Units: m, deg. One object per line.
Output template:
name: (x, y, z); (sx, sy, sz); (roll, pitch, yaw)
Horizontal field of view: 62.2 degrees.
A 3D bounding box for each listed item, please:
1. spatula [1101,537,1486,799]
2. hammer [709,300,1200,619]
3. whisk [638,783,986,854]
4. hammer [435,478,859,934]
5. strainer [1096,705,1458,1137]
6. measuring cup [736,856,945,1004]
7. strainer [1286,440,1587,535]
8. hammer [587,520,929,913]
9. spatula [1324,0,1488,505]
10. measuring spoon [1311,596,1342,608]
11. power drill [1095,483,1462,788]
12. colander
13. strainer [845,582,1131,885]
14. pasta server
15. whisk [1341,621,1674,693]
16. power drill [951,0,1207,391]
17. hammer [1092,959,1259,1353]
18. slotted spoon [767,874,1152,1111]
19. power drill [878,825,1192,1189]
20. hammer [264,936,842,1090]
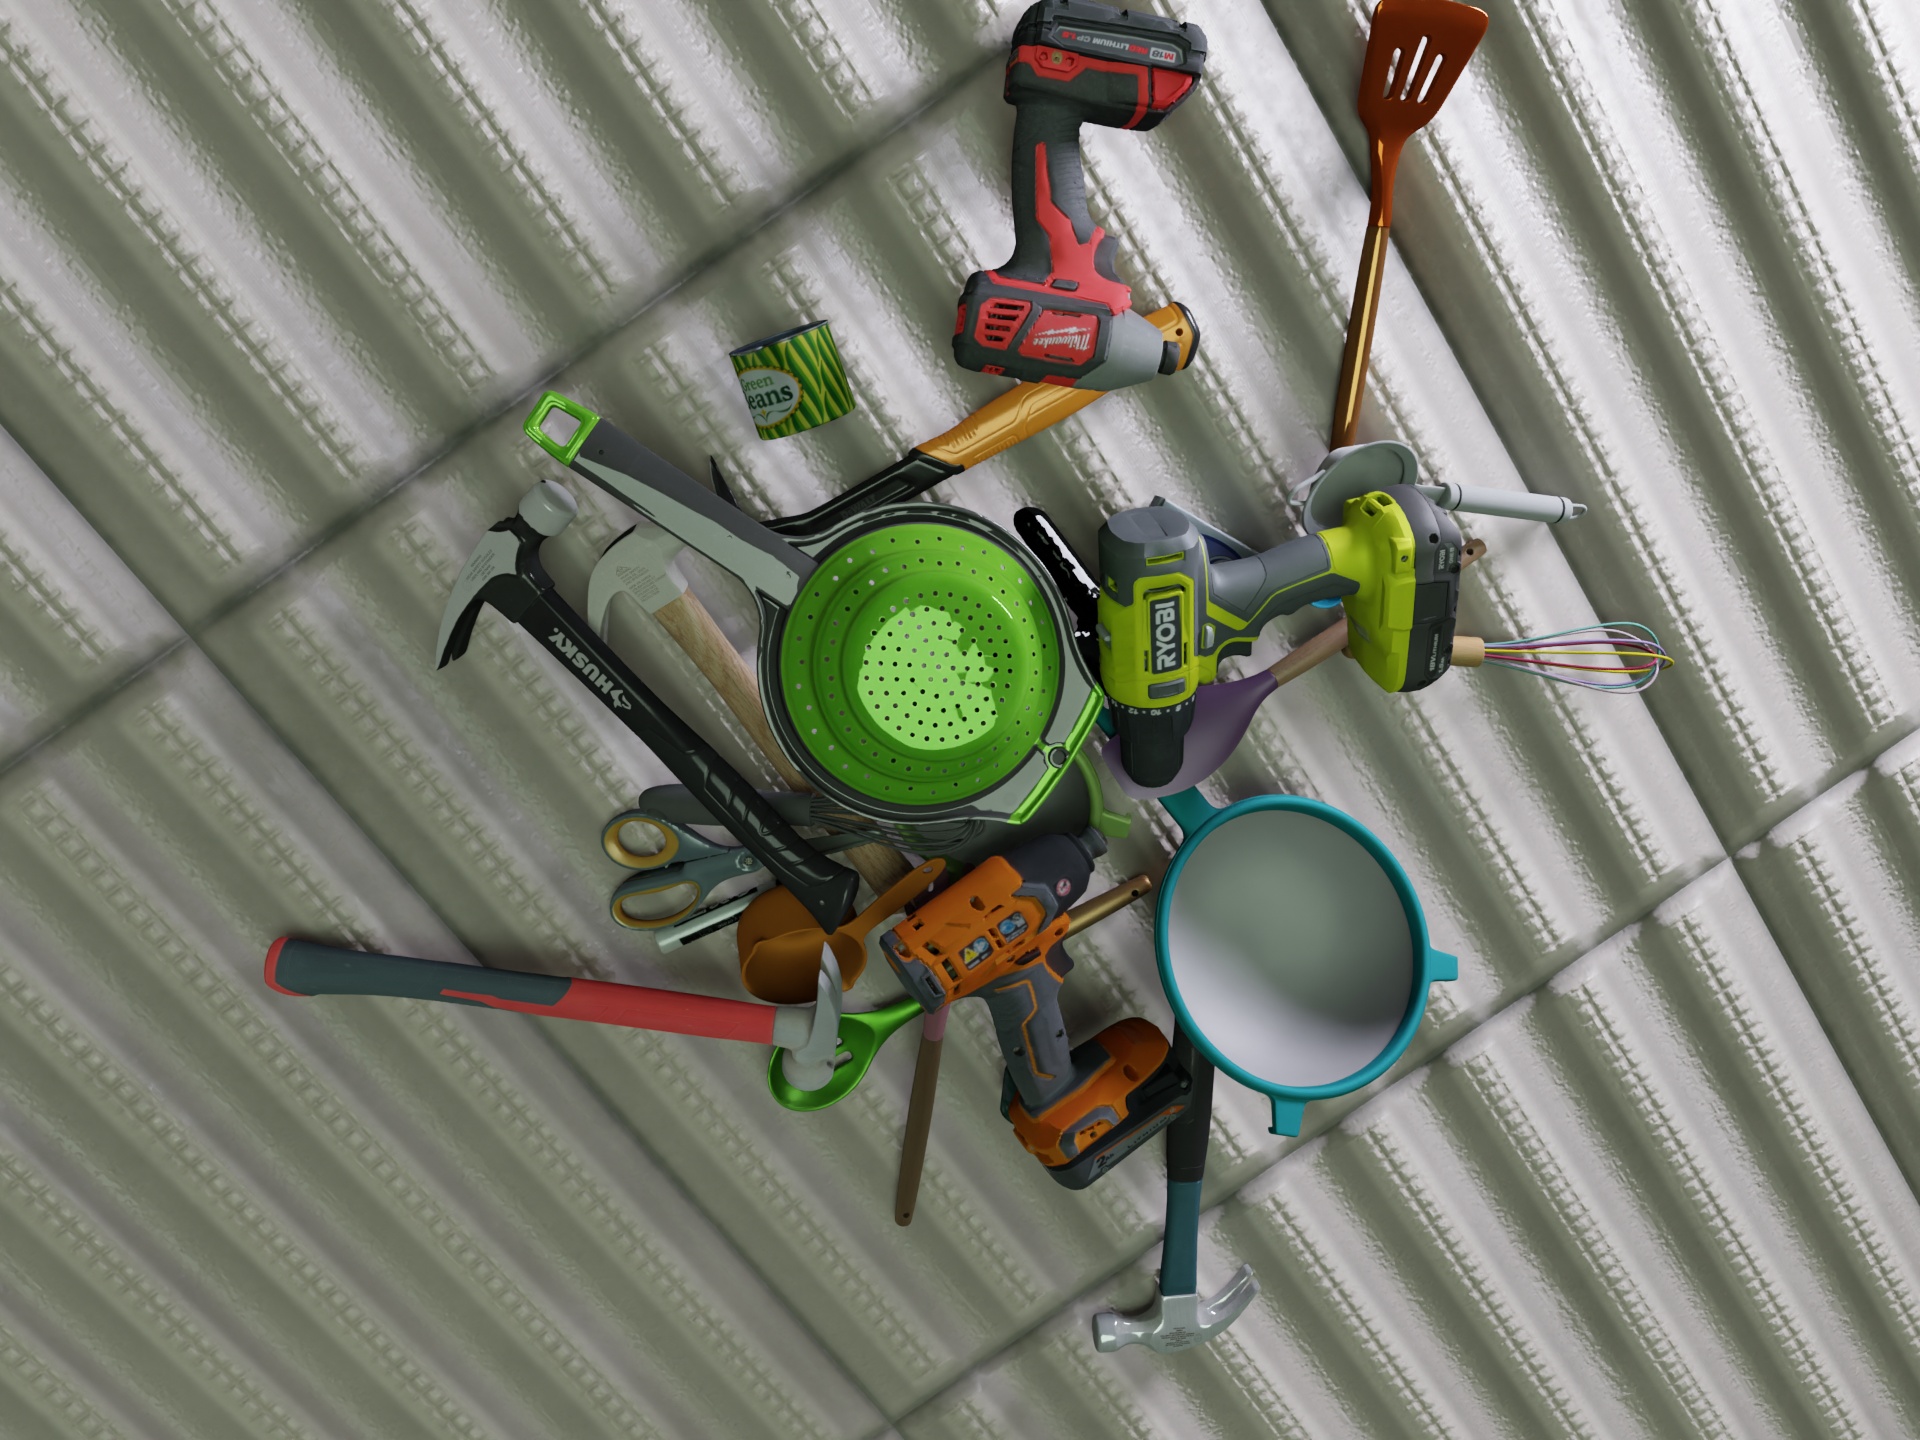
spatula: (0.240, -0.041, 1.110); (0.316, 0.018, 0.060); (-32, 84, -8)
hammer: (0.002, -0.190, 1.049); (0.337, 0.034, 0.127); (-28, 109, 0)
whisk: (-0.101, 0.059, 1.057); (0.239, 0.055, 0.055); (2, 106, 10)
hammer: (-0.192, 0.013, 1.024); (0.334, 0.035, 0.146); (46, 115, -5)
strainer: (0.181, 0.115, 1.137); (0.211, 0.095, 0.340); (-36, 86, -23)
measuring cup: (-0.081, 0.127, 1.093); (0.173, 0.052, 0.095); (-38, 134, 19)
strainer: (0.326, -0.155, 1.093); (0.258, 0.050, 0.086); (3, 135, -22)
hammer: (-0.129, 0.008, 1.076); (0.130, 0.031, 0.331); (-29, 113, 18)
spatula: (0.277, -0.302, 1.054); (0.081, 0.041, 0.322); (1, 107, -16)
measuring spoon: (0.293, -0.114, 1.126); (0.128, 0.021, 0.042); (-19, 106, -12)
power drill: (0.199, -0.056, 1.036); (0.228, 0.080, 0.190); (-12, 123, -10)
colander: (-0.087, -0.078, 0.951); (0.397, 0.094, 0.204); (33, 87, -9)
strainer: (-0.002, -0.003, 1.074); (0.151, 0.069, 0.256); (-24, 113, 26)
pasta server: (-0.024, 0.242, 1.147); (0.060, 0.040, 0.316); (4, 119, -8)
whisk: (0.395, -0.050, 1.143); (0.245, 0.047, 0.051); (4, 107, -6)
power drill: (0.081, -0.316, 0.985); (0.143, 0.078, 0.219); (9, 97, -7)
hammer: (0.172, 0.339, 1.226); (0.128, 0.033, 0.331); (-1, 106, -7)
slotted spoon: (0.000, 0.192, 1.162); (0.314, 0.031, 0.070); (-28, 108, -2)
power drill: (0.067, 0.186, 1.070); (0.164, 0.084, 0.226); (-35, 113, -9)
hammer: (-0.273, 0.178, 1.070); (0.386, 0.038, 0.143); (8, 138, -2)
